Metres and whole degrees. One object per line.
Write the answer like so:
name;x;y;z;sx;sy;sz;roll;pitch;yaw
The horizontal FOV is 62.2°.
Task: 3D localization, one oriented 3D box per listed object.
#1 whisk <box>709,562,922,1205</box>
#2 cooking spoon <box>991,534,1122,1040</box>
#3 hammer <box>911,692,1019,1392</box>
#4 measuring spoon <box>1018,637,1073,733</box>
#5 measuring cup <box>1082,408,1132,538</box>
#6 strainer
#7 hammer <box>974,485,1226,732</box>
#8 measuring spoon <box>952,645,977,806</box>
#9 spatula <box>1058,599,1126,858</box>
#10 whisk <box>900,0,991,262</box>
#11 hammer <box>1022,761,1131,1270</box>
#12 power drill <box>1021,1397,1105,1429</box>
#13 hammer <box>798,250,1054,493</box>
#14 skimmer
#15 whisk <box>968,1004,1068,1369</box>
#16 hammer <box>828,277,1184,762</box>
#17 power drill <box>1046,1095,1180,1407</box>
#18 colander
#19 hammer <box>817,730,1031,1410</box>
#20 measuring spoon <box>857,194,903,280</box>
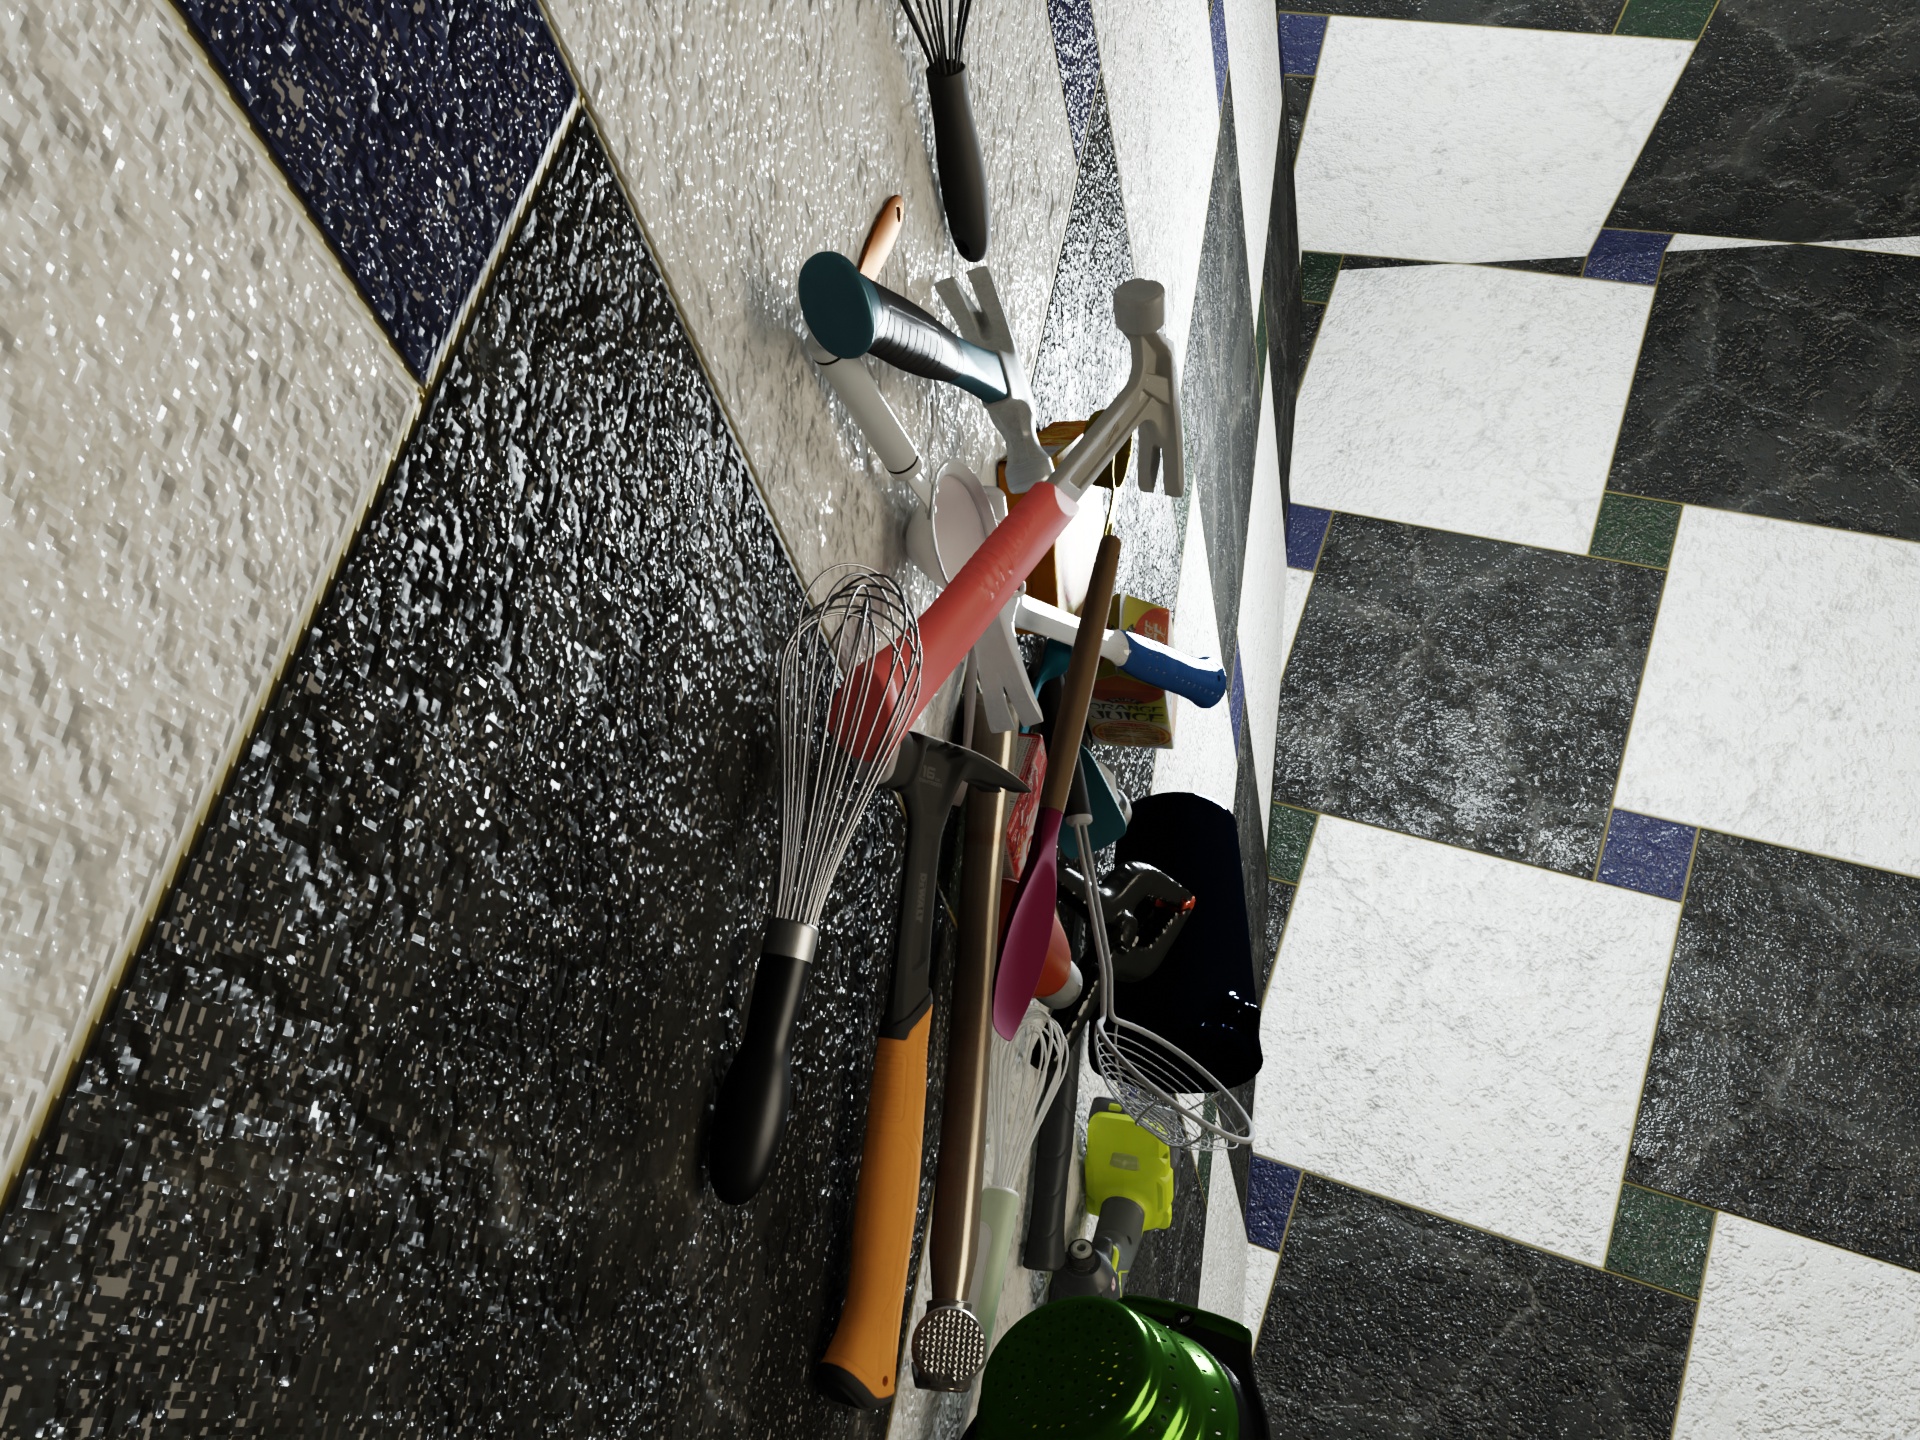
whisk;-0.066;0.065;0.692;0.070;0.070;0.285;50;48;-66
cooking spoon;0.058;0.030;0.932;0.068;0.017;0.319;54;46;-58
hammer;0.006;0.177;0.944;0.146;0.038;0.411;97;-2;-65
measuring spoon;0.060;-0.011;1.131;0.042;0.021;0.129;81;27;-67
measuring cup;0.095;-0.147;1.145;0.062;0.029;0.156;-22;124;-71
strainer;-0.028;-0.131;0.832;0.258;0.050;0.087;52;38;-56
hammer;0.105;-0.046;1.105;0.405;0.035;0.144;13;67;-61
measuring spoon;-0.002;-0.003;0.979;0.034;0.018;0.124;112;-14;-54
spatula;0.096;-0.053;1.248;0.082;0.044;0.318;-33;-134;54
whisk;-0.005;-0.361;0.886;0.238;0.055;0.055;79;20;-47
hammer;0.088;0.223;1.260;0.149;0.036;0.409;57;37;-60
power drill;0.055;0.611;1.102;0.229;0.080;0.190;-58;146;-55
hammer;-0.011;-0.190;0.824;0.331;0.033;0.128;-18;93;-74
skimmer;0.121;0.121;1.118;0.127;0.090;0.363;20;56;-60
whisk;0.028;0.306;1.056;0.059;0.058;0.246;33;55;-30
hammer;0.039;-0.096;0.880;0.359;0.037;0.149;-53;145;-38
power drill;0.123;0.426;1.316;0.223;0.080;0.171;-61;152;-53
colander;0.035;0.469;0.917;0.397;0.204;0.094;-47;124;-41
hammer;-0.027;0.177;0.826;0.127;0.034;0.337;21;72;-53
measuring spoon;-0.042;-0.240;0.825;0.021;0.011;0.117;74;23;-44
